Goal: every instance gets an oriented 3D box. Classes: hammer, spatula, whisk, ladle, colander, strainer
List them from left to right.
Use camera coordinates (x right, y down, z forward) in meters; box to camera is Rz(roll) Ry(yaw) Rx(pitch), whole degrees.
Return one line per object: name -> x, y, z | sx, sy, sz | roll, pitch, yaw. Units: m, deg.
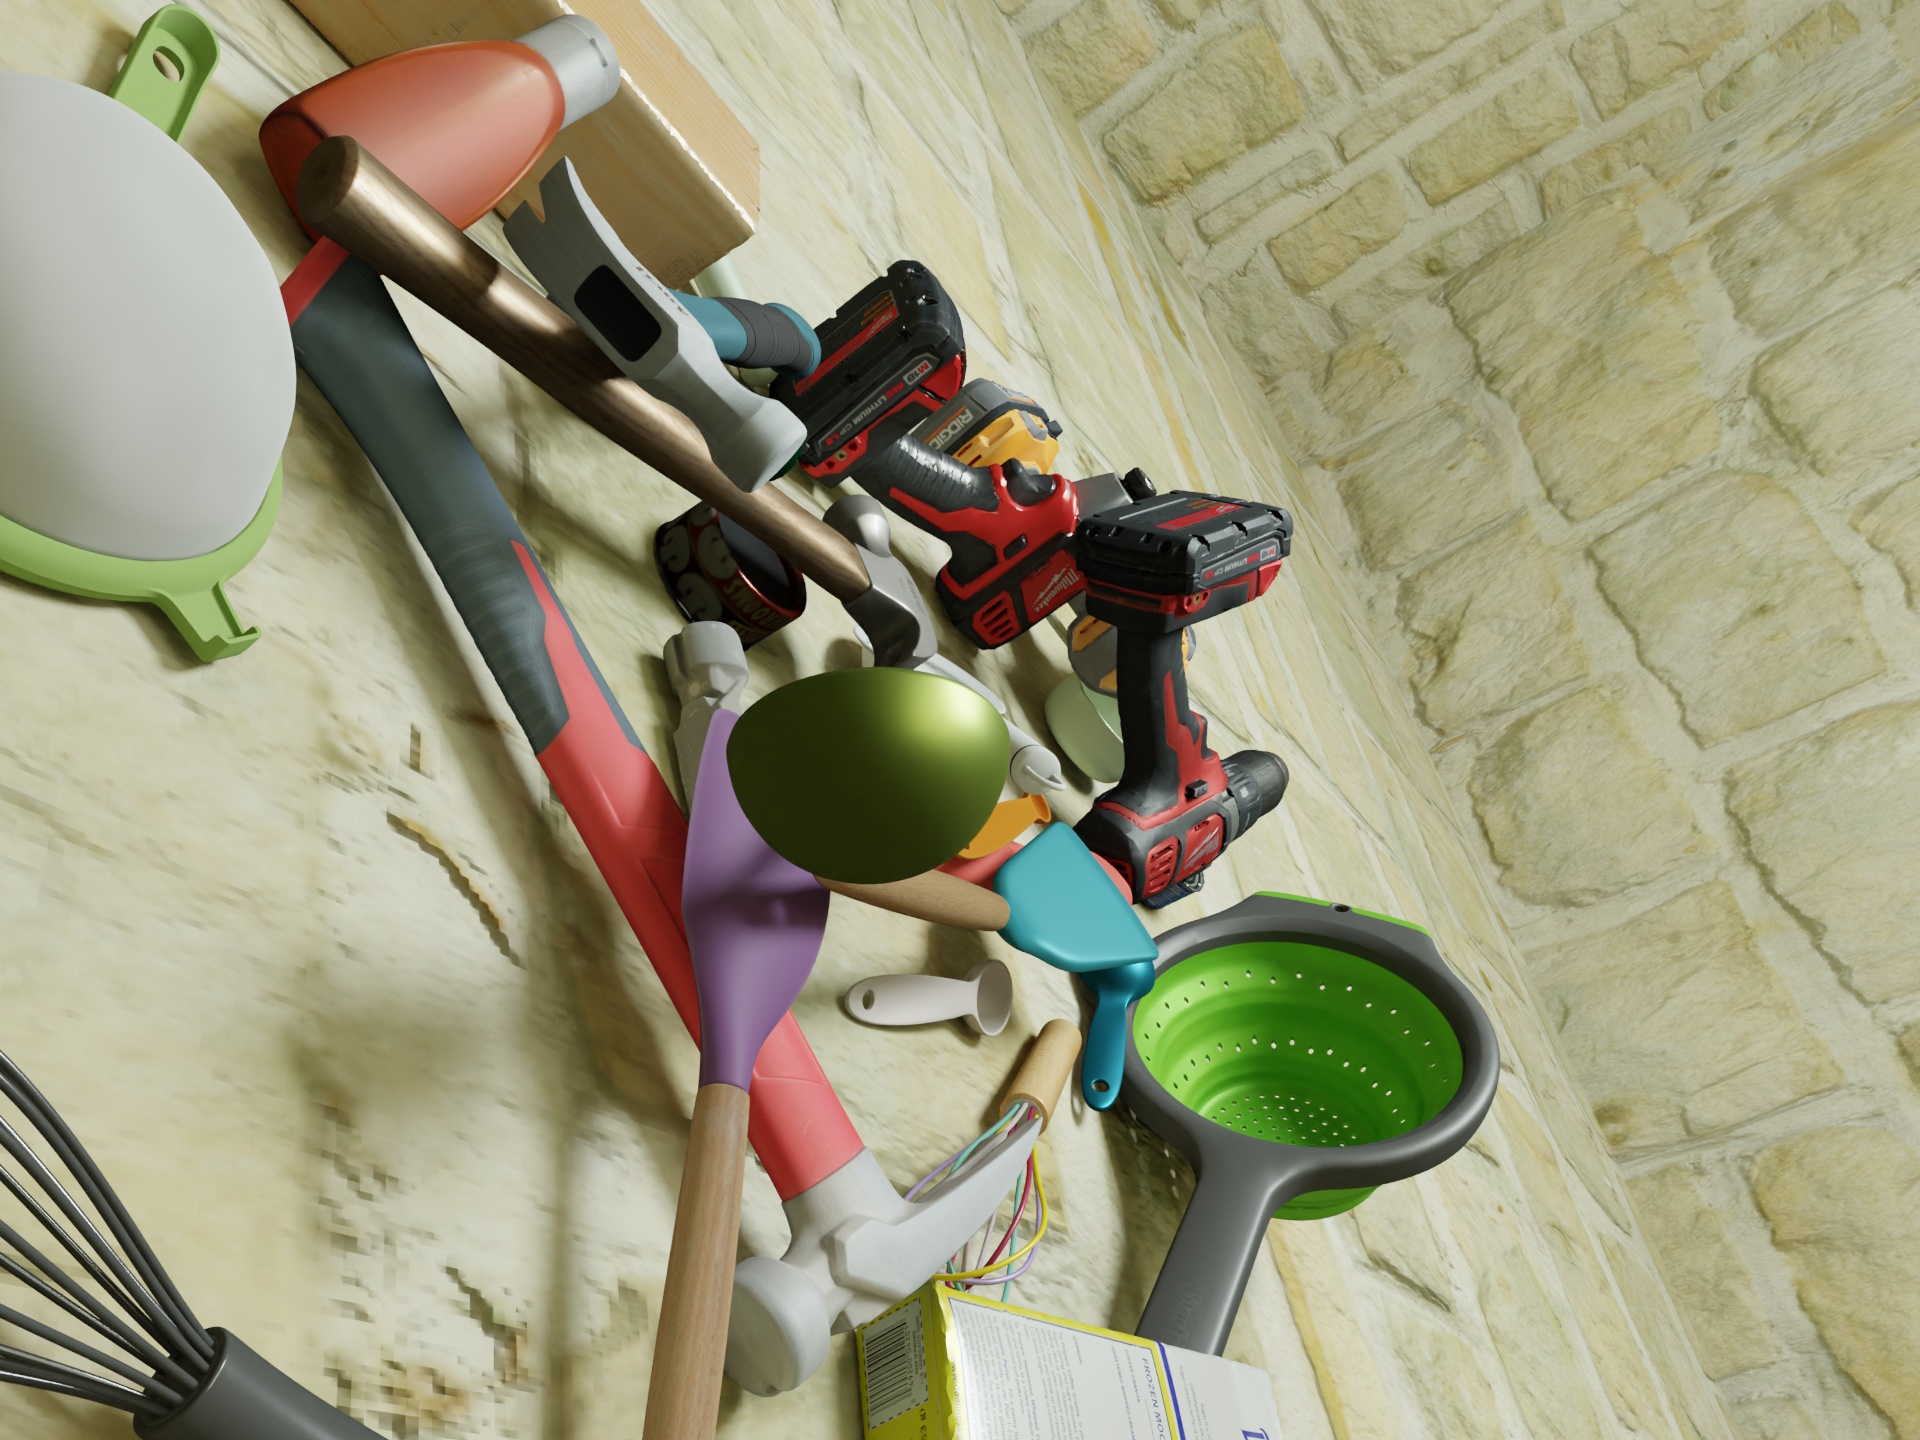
strainer -> -0.227, -0.149, 0.444 | 0.151, 0.069, 0.257 | 42, 28, -41
whisk -> -0.147, 0.128, 0.304 | 0.238, 0.055, 0.055 | 55, 20, -28
hammer -> -0.109, 0.009, 0.524 | 0.143, 0.038, 0.386 | -24, 82, -52
whisk -> -0.158, -0.290, 0.842 | 0.246, 0.059, 0.058 | 64, 3, -6
hammer -> -0.108, -0.104, 0.610 | 0.331, 0.031, 0.130 | 35, 24, -50
spatula -> -0.066, 0.127, 0.436 | 0.059, 0.018, 0.316 | 35, 40, -33
hammer -> -0.097, -0.160, 0.656 | 0.128, 0.033, 0.331 | 45, 10, -7
ladle -> -0.027, 0.000, 0.560 | 0.320, 0.078, 0.062 | -99, -177, -83
hammer -> -0.004, 0.070, 0.739 | 0.358, 0.036, 0.149 | 26, 39, -57
strainer -> -0.001, -0.002, 0.731 | 0.086, 0.050, 0.259 | 25, 5, -20
spatula -> 0.013, 0.066, 0.628 | 0.082, 0.044, 0.317 | 55, 8, 18
whisk -> 0.026, 0.173, 0.657 | 0.051, 0.047, 0.245 | 52, 16, 1
colander -> 0.144, 0.234, 0.788 | 0.397, 0.204, 0.094 | -48, 144, -53

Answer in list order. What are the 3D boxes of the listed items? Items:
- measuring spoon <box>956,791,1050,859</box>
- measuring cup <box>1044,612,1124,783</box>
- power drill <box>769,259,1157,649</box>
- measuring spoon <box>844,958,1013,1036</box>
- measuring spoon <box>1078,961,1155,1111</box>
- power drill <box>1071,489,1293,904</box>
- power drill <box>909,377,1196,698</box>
measuring spoon -> 0.017, 0.050, 0.752 | 0.021, 0.011, 0.117 | 63, 24, 4
measuring cup -> 0.069, -0.026, 1.054 | 0.083, 0.038, 0.168 | 30, 25, -50
power drill -> 0.007, -0.144, 0.900 | 0.219, 0.143, 0.079 | 42, 21, -37
measuring spoon -> -0.016, 0.118, 0.680 | 0.124, 0.018, 0.034 | 14, 77, -56
measuring spoon -> 0.078, 0.150, 0.816 | 0.129, 0.042, 0.021 | -70, 170, -59
power drill -> 0.139, -0.016, 0.936 | 0.188, 0.080, 0.226 | -22, 120, -44
power drill -> 0.076, -0.114, 1.070 | 0.226, 0.084, 0.185 | 54, 18, 9
